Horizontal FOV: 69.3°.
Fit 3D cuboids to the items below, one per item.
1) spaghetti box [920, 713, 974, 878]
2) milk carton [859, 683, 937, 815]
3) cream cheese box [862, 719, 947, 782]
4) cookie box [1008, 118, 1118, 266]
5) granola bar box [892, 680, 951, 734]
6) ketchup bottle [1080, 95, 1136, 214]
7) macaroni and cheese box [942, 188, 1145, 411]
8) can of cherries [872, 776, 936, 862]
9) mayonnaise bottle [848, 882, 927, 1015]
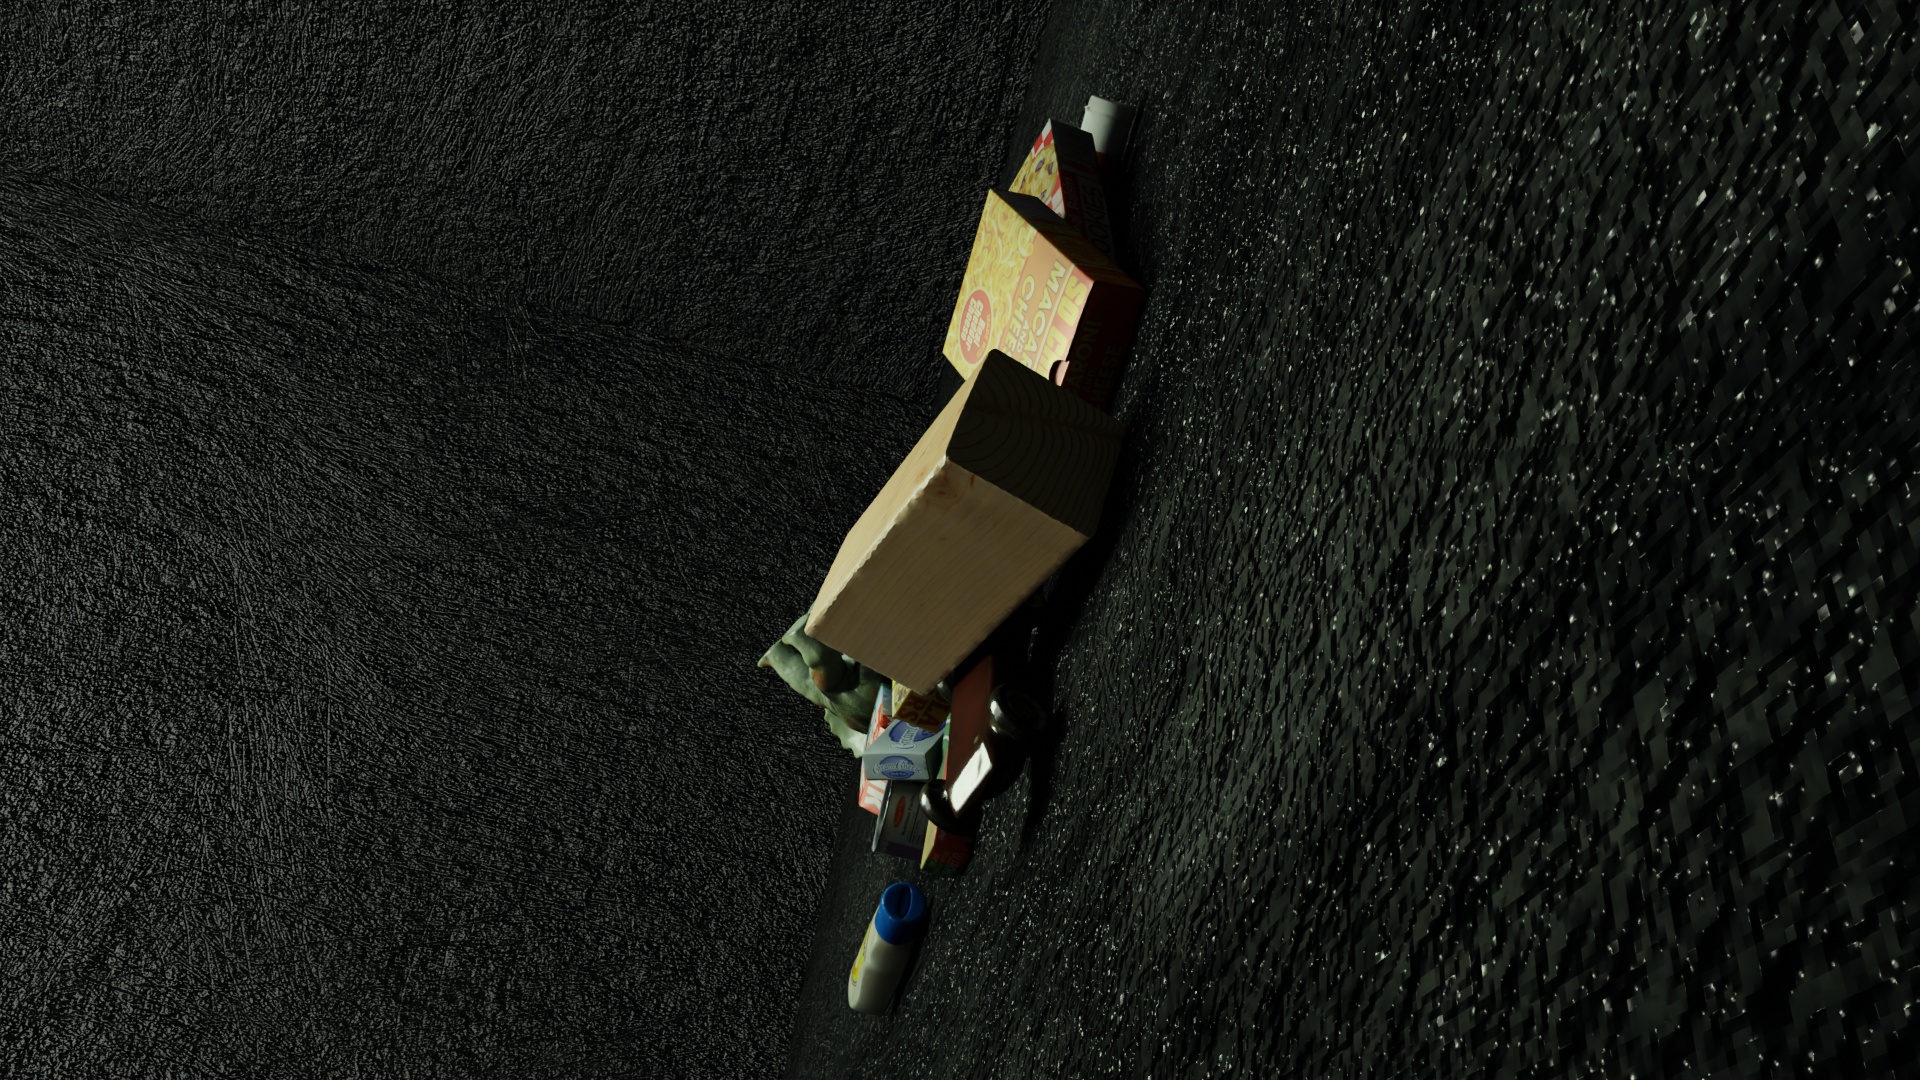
[{"bbox_3d":[0.008,0.124,1.030,0.050,0.029,0.251,112,171,-53],"label":"spaghetti box"},{"bbox_3d":[-0.043,0.186,1.192,0.191,0.073,0.072,-112,36,-82],"label":"milk carton"},{"bbox_3d":[-0.032,0.154,1.066,0.104,0.053,0.024,-39,-57,-66],"label":"cream cheese box"},{"bbox_3d":[0.060,-0.204,1.007,0.122,0.040,0.168,125,151,-44],"label":"cookie box"},{"bbox_3d":[0.003,0.040,1.014,0.164,0.039,0.125,-58,17,30],"label":"granola bar box"},{"bbox_3d":[0.096,-0.266,1.075,0.065,0.043,0.148,-102,26,-67],"label":"ketchup bottle"},{"bbox_3d":[0.047,-0.139,0.897,0.167,0.040,0.123,-123,44,-52],"label":"macaroni and cheese box"},{"bbox_3d":[-0.032,0.211,1.064,0.071,0.058,0.071,-162,85,-85],"label":"can of cherries"},{"bbox_3d":[-0.060,0.331,1.137,0.147,0.041,0.065,108,176,-46],"label":"mayonnaise bottle"}]
